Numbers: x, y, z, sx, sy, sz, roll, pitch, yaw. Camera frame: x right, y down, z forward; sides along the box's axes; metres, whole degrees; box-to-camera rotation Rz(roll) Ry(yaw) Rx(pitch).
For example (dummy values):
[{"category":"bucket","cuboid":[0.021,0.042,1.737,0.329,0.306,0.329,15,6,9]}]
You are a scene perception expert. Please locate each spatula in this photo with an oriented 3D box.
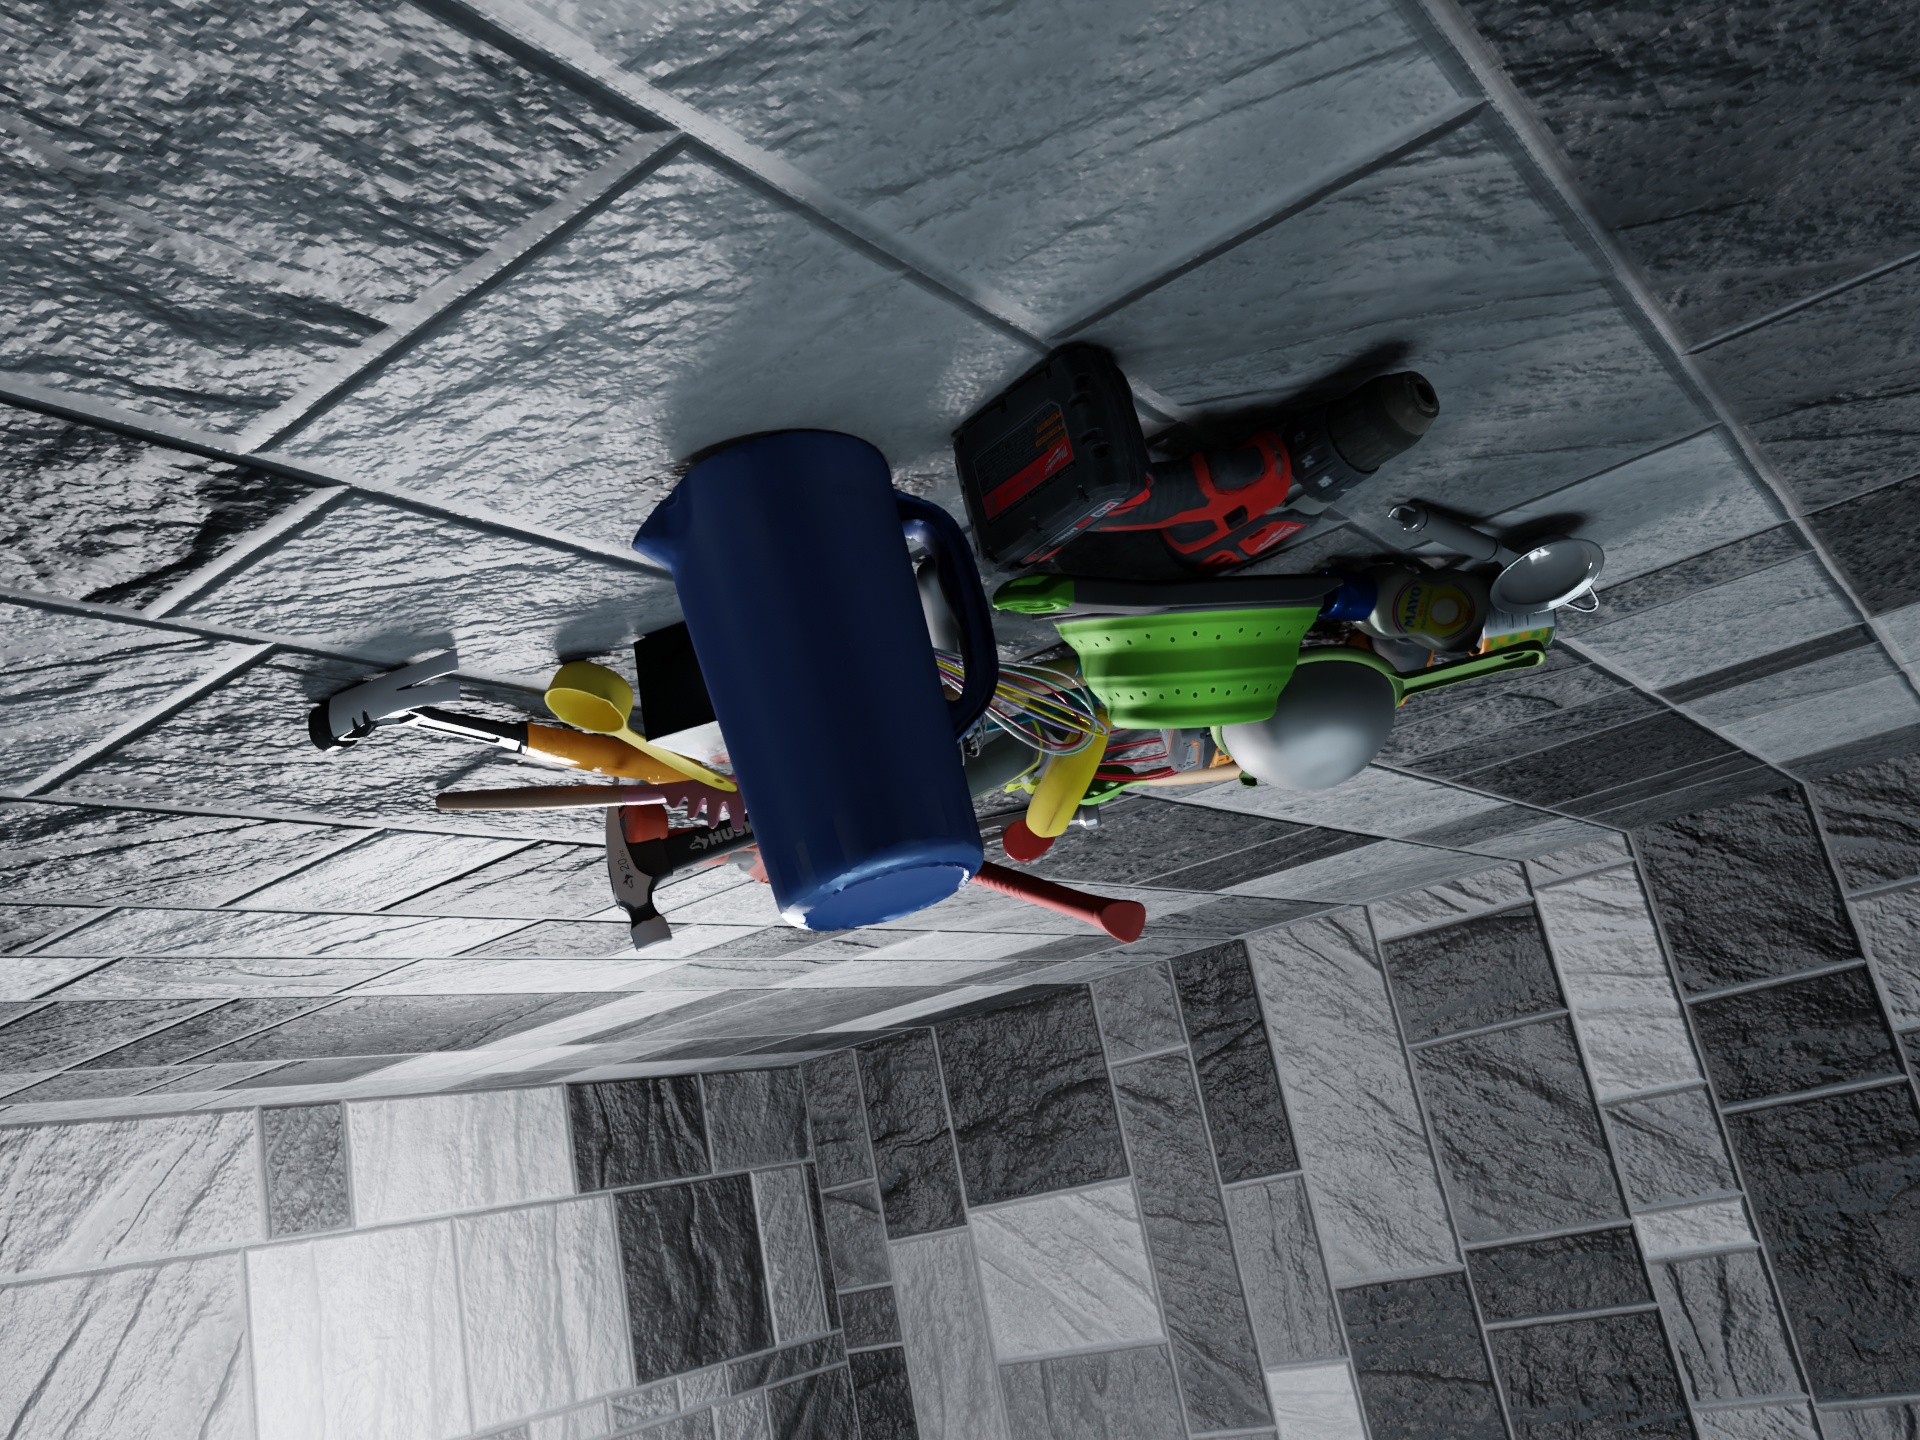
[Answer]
[{"category":"spatula","cuboid":[0.067,-0.029,1.130,0.317,0.044,0.082,-15,138,-39]}]

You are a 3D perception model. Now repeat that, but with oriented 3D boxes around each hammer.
[{"category":"hammer","cuboid":[0.059,0.110,1.562,0.143,0.038,0.386,-13,178,7]},{"category":"hammer","cuboid":[-0.142,0.075,1.364,0.334,0.146,0.035,-18,168,-19]},{"category":"hammer","cuboid":[-0.297,0.014,1.161,0.127,0.034,0.336,-18,162,25]},{"category":"hammer","cuboid":[0.018,0.141,1.481,0.359,0.037,0.149,15,174,37]}]

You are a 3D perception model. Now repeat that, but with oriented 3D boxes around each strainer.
[{"category":"strainer","cuboid":[0.321,-0.001,1.211,0.256,0.069,0.151,-15,142,12]},{"category":"strainer","cuboid":[0.388,-0.125,1.156,0.258,0.050,0.087,11,139,-40]}]

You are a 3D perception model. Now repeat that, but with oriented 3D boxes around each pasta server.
[{"category":"pasta server","cuboid":[-0.276,0.065,1.214,0.316,0.040,0.060,-3,178,25]}]

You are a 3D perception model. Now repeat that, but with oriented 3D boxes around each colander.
[{"category":"colander","cuboid":[0.116,-0.039,0.980,0.204,0.094,0.397,-3,-178,26]}]

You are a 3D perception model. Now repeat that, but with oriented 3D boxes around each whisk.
[{"category":"whisk","cuboid":[-0.010,-0.038,1.110,0.055,0.055,0.238,-11,149,-2]},{"category":"whisk","cuboid":[0.079,0.035,1.450,0.296,0.073,0.073,-10,164,13]},{"category":"whisk","cuboid":[-0.009,-0.035,1.042,0.244,0.047,0.051,23,128,-18]}]

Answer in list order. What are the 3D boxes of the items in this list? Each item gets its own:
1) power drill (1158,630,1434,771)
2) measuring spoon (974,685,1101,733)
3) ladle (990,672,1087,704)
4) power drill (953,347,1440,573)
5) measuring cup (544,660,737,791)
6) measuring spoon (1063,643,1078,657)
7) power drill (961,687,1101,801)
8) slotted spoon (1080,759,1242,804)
[{"category":"power drill","cuboid":[0.279,-0.035,1.314,0.226,0.084,0.164,-15,161,-2]},{"category":"measuring spoon","cuboid":[0.069,-0.017,1.258,0.128,0.021,0.042,-17,-167,-9]},{"category":"ladle","cuboid":[-0.002,-0.004,1.234,0.320,0.062,0.078,-11,164,6]},{"category":"power drill","cuboid":[0.131,-0.142,0.867,0.226,0.080,0.188,-2,162,-39]},{"category":"measuring cup","cuboid":[-0.214,0.005,1.099,0.156,0.029,0.062,33,147,-33]},{"category":"measuring spoon","cuboid":[0.113,-0.052,1.263,0.034,0.018,0.124,-12,171,22]},{"category":"power drill","cuboid":[0.004,0.060,1.325,0.223,0.080,0.171,-27,160,-23]},{"category":"slotted spoon","cuboid":[0.192,0.053,1.480,0.070,0.031,0.314,-31,-171,-27]}]
